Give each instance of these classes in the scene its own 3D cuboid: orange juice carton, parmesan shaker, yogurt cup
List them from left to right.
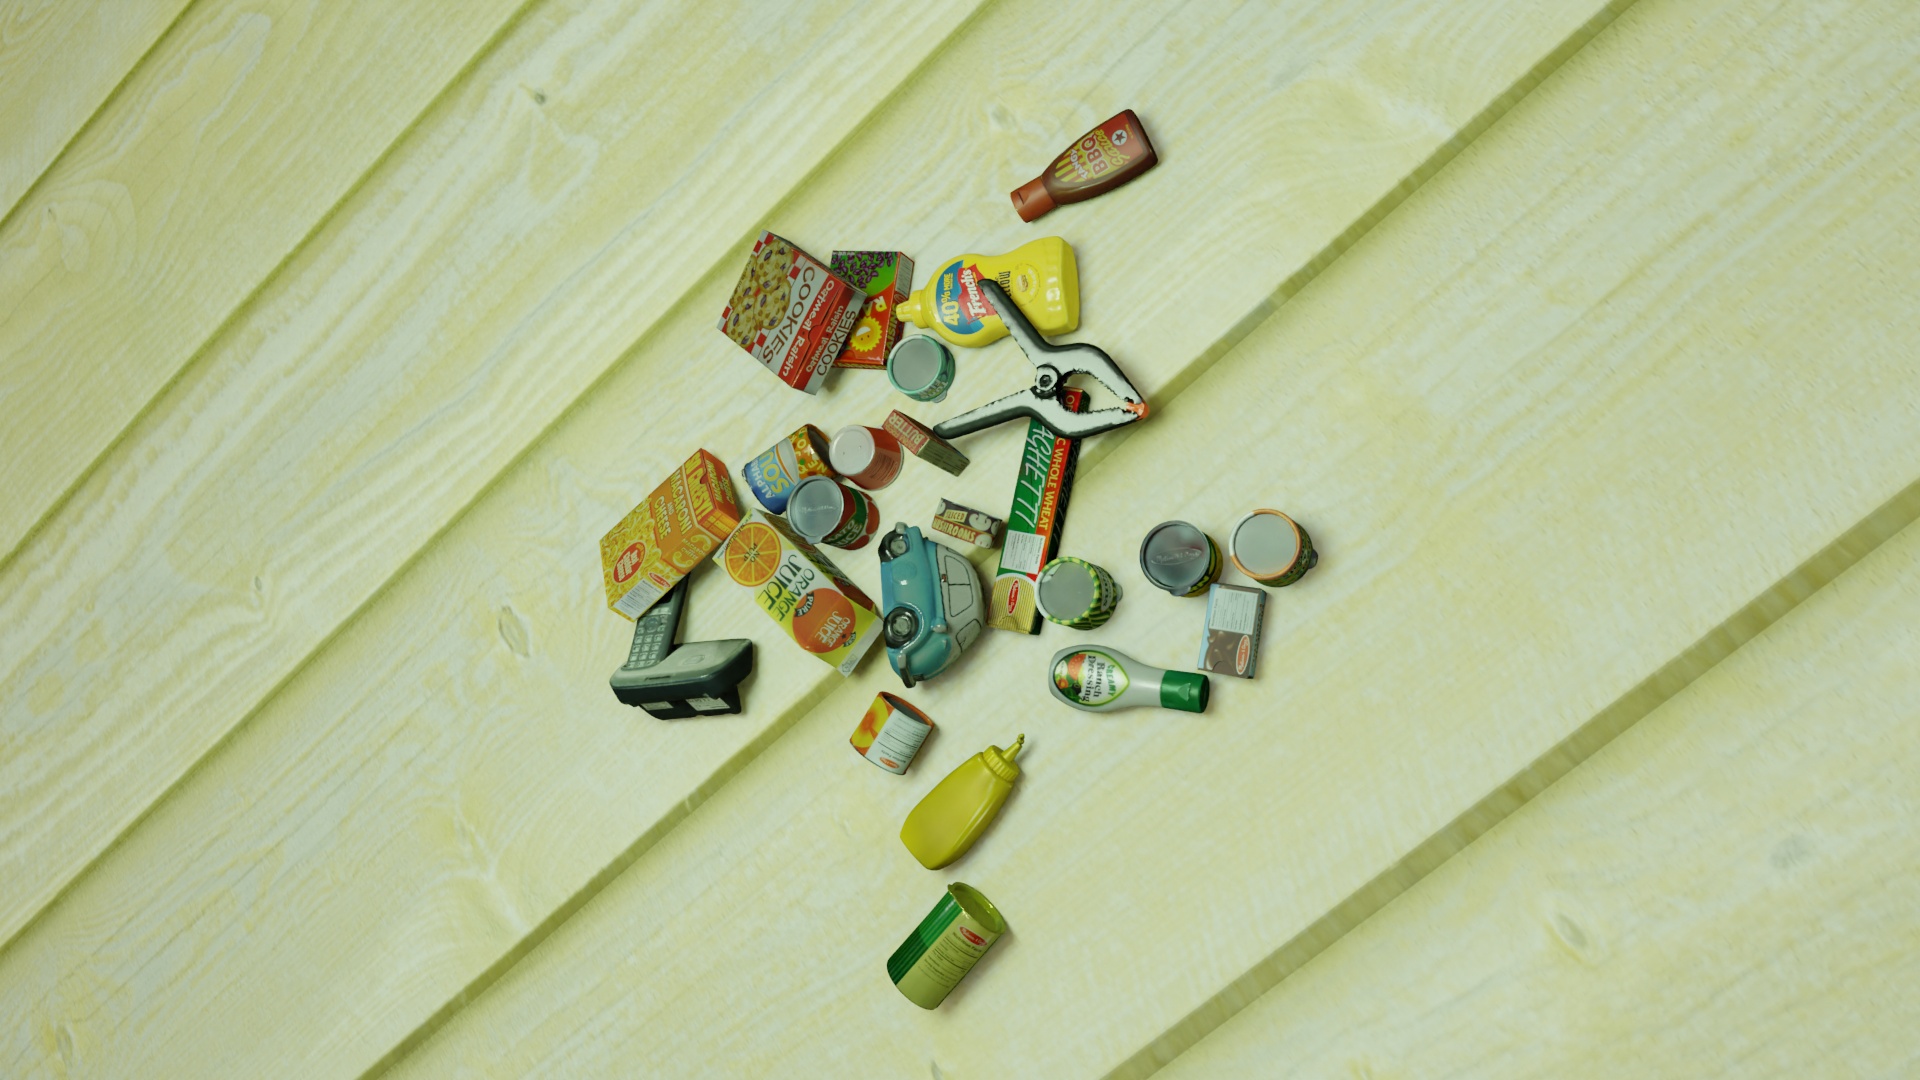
[{"bbox_3d":[-0.161,0.054,1.444,0.193,0.073,0.071,42,98,24],"label":"orange juice carton"},{"bbox_3d":[-0.101,-0.090,1.454,0.072,0.054,0.072,-4,80,24],"label":"yogurt cup"},{"bbox_3d":[-0.017,0.385,1.324,0.071,0.071,0.103,44,100,24],"label":"parmesan shaker"}]

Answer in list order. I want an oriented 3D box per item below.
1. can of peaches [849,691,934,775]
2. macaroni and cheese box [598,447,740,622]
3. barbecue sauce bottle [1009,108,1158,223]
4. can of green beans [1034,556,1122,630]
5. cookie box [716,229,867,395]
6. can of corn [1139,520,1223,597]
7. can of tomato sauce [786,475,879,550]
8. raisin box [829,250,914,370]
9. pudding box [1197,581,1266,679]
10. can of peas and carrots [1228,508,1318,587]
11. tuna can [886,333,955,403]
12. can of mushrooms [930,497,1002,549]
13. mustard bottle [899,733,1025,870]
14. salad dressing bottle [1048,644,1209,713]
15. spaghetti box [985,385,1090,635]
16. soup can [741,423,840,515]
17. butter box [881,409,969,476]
[{"bbox_3d":[-0.069,0.190,1.384,0.071,0.071,0.058,34,96,25],"label":"can of peaches"},{"bbox_3d":[-0.320,-0.008,1.515,0.166,0.040,0.124,-41,39,12],"label":"macaroni and cheese box"},{"bbox_3d":[0.122,-0.374,1.411,0.148,0.043,0.065,-27,73,18],"label":"barbecue sauce bottle"},{"bbox_3d":[0.111,0.051,1.333,0.071,0.058,0.071,-4,79,23],"label":"can of green beans"},{"bbox_3d":[-0.185,-0.247,1.494,0.168,0.040,0.122,39,106,40],"label":"cookie box"},{"bbox_3d":[0.207,0.021,1.295,0.071,0.058,0.071,-4,79,23],"label":"can of corn"},{"bbox_3d":[-0.131,-0.026,1.439,0.071,0.083,0.071,-4,80,23],"label":"can of tomato sauce"},{"bbox_3d":[-0.103,-0.247,1.491,0.086,0.040,0.123,7,84,24],"label":"raisin box"},{"bbox_3d":[0.250,0.083,1.281,0.049,0.030,0.084,8,84,24],"label":"pudding box"},{"bbox_3d":[0.285,0.008,1.263,0.071,0.059,0.071,-4,80,24],"label":"can of peas and carrots"},{"bbox_3d":[-0.041,-0.179,1.455,0.071,0.033,0.071,-4,79,23],"label":"tuna can"},{"bbox_3d":[0.005,-0.017,1.385,0.071,0.071,0.033,21,92,25],"label":"can of mushrooms"},{"bbox_3d":[0.012,0.247,1.347,0.160,0.049,0.065,-48,67,9],"label":"mustard bottle"},{"bbox_3d":[0.158,0.134,1.305,0.147,0.044,0.064,5,85,24],"label":"salad dressing bottle"},{"bbox_3d":[0.078,-0.032,1.378,0.050,0.028,0.250,11,85,25],"label":"spaghetti box"},{"bbox_3d":[-0.179,-0.077,1.476,0.083,0.071,0.071,-32,70,15],"label":"soup can"},{"bbox_3d":[-0.034,-0.098,1.398,0.053,0.103,0.024,41,98,25],"label":"butter box"}]
